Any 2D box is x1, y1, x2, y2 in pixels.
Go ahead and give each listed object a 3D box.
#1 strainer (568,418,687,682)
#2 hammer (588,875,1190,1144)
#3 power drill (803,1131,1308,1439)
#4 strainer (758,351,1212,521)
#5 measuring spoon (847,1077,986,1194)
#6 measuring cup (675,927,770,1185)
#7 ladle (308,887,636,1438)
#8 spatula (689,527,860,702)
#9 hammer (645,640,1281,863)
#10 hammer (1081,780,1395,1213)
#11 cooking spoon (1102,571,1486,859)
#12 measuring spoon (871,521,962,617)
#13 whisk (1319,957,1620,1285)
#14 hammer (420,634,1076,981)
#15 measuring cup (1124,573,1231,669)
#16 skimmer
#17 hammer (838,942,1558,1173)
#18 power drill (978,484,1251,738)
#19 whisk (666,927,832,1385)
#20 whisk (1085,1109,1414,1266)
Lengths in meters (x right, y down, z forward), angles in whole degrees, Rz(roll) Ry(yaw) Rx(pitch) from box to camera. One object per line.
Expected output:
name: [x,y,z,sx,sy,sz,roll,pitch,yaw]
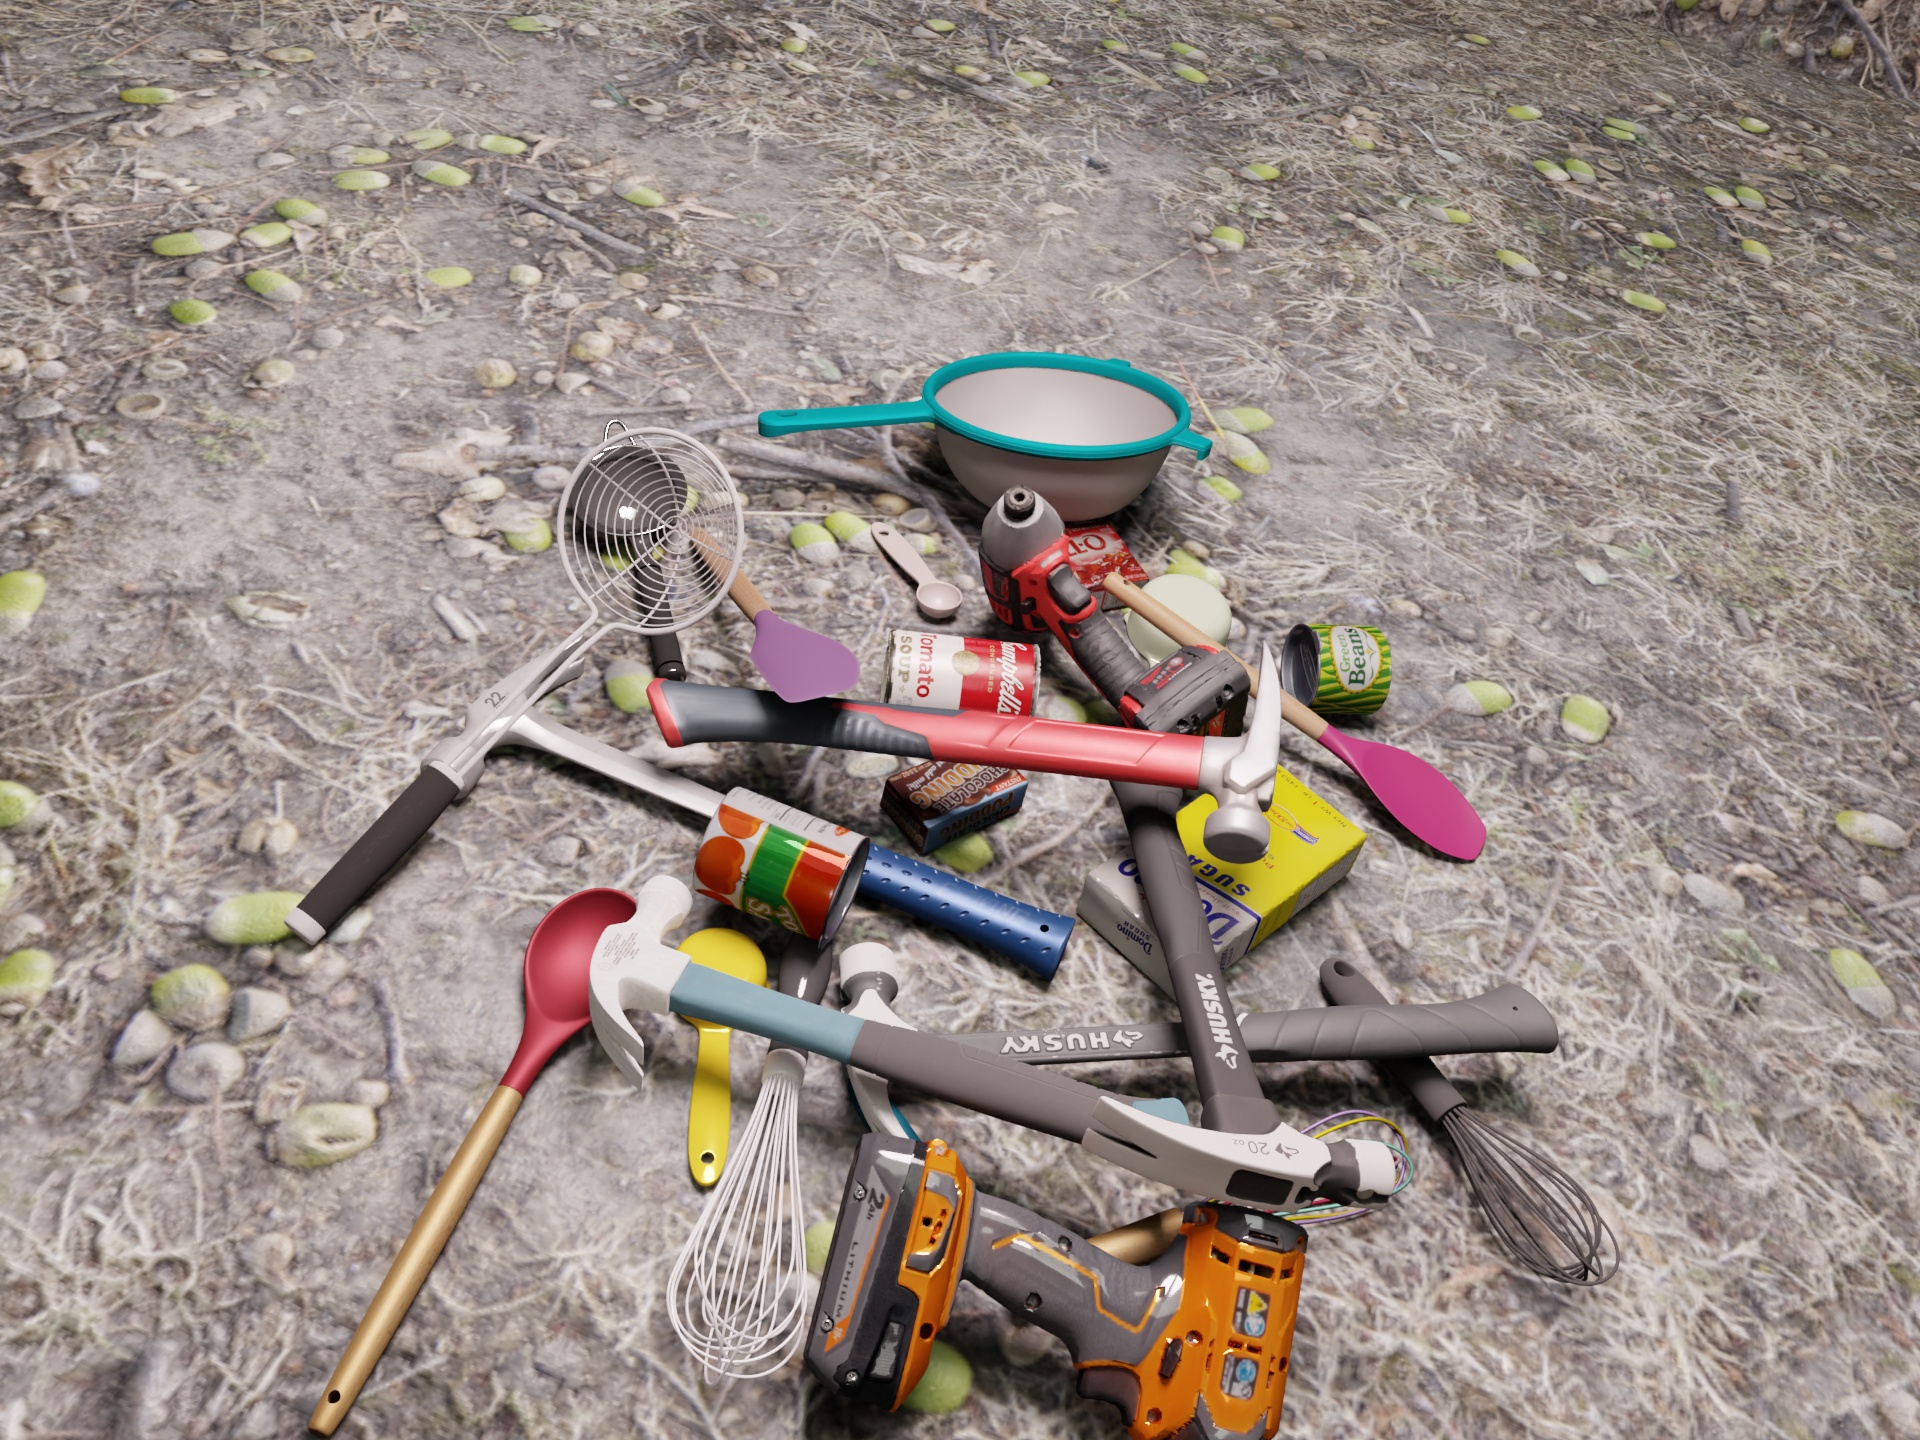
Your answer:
strainer: [-0.227,-0.112,1.140,0.087,0.050,0.259,-10,54,-14]
hammer: [-0.040,0.171,0.832,0.331,0.033,0.128,15,35,10]
power drill: [0.044,0.295,0.754,0.226,0.084,0.164,15,69,-2]
strainer: [0.011,-0.208,1.246,0.340,0.095,0.211,-6,34,-15]
measuring spoon: [-0.021,0.234,0.851,0.042,0.021,0.129,-24,55,-31]
measuring cup: [-0.135,0.179,0.875,0.062,0.029,0.157,4,44,-9]
ladle: [-0.244,0.214,0.820,0.069,0.031,0.316,16,46,7]
spatula: [-0.136,-0.077,1.060,0.059,0.018,0.316,-14,28,-19]
hammer: [-0.002,-0.003,0.970,0.386,0.038,0.143,6,55,11]
hammer: [0.121,0.127,0.881,0.146,0.035,0.335,8,32,-11]
cooking spoon: [0.231,-0.007,1.109,0.319,0.017,0.069,36,48,4]
measuring spoon: [-0.037,-0.113,1.204,0.034,0.018,0.124,-15,44,-25]
whisk: [0.284,0.224,0.915,0.055,0.055,0.239,-14,46,-25]
hammer: [-0.121,0.061,0.993,0.405,0.035,0.144,22,45,9]
measuring cup: [0.150,-0.048,1.159,0.083,0.038,0.168,20,46,8]
skimmer: [-0.267,-0.024,0.940,0.127,0.090,0.363,34,65,9]
hammer: [0.138,0.182,0.895,0.409,0.036,0.149,-1,40,-7]
power drill: [0.093,-0.061,1.075,0.078,0.143,0.220,-36,66,-12]
whisk: [-0.099,0.212,0.838,0.070,0.070,0.285,10,39,-2]
whisk: [0.138,0.266,0.845,0.245,0.047,0.051,-14,38,-19]
